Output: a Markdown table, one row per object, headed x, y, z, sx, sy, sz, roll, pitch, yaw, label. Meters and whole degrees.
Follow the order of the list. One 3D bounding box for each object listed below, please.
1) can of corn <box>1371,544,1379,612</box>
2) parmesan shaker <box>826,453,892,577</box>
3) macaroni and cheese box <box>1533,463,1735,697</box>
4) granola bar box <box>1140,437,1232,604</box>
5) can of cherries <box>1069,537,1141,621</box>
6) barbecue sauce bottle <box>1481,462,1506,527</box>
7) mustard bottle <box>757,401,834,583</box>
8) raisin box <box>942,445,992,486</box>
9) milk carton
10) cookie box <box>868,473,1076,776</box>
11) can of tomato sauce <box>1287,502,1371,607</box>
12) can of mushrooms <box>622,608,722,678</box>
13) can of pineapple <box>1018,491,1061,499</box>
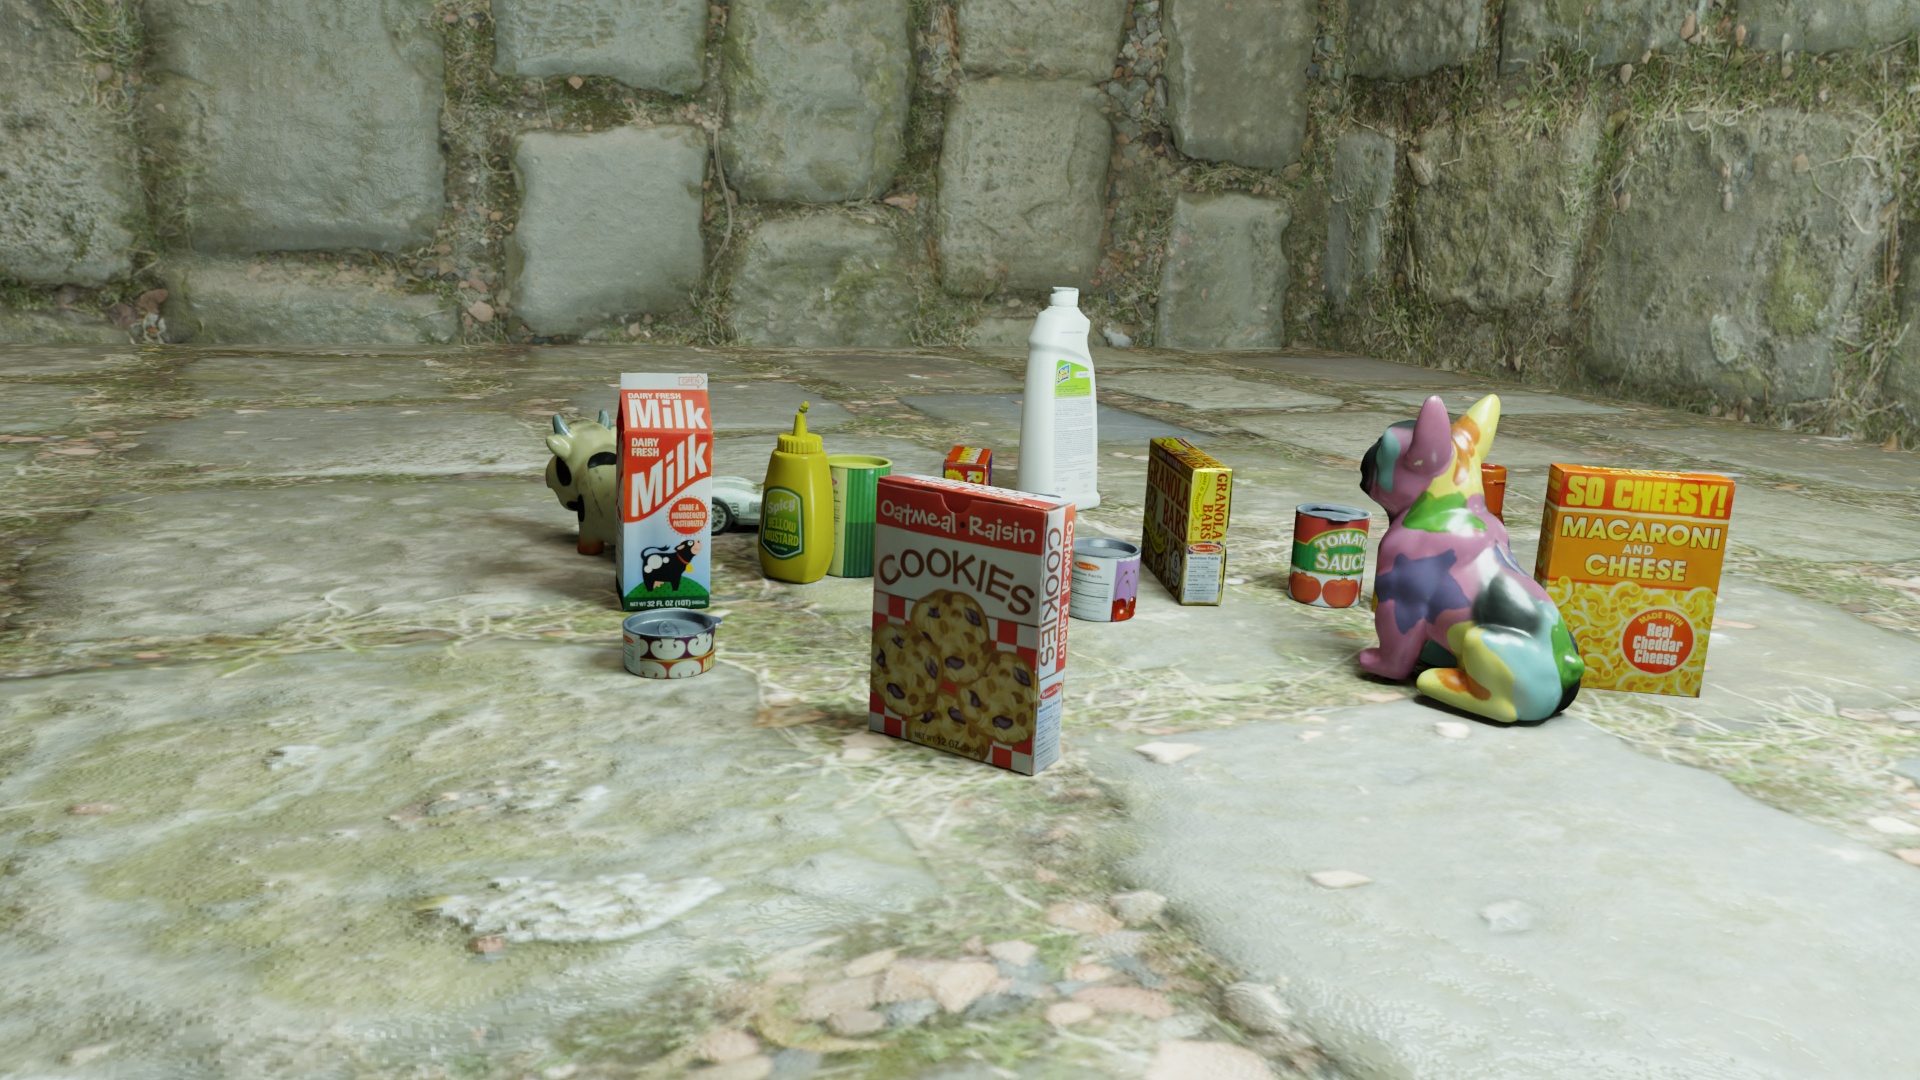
| x | y | z | sx | sy | sz | roll | pitch | yaw | label |
| --- | --- | --- | --- | --- | --- | --- | --- | --- | --- |
| 0.399 | 0.036 | 1.228 | 0.071 | 0.058 | 0.071 | 3 | 13 | -1 | can of corn |
| -0.099 | -0.024 | 1.280 | 0.071 | 0.102 | 0.071 | 3 | 13 | -1 | parmesan shaker |
| 0.501 | 0.029 | 1.050 | 0.124 | 0.166 | 0.040 | 4 | 13 | 7 | macaroni and cheese box |
| 0.208 | -0.021 | 1.288 | 0.039 | 0.124 | 0.166 | 1 | 13 | -6 | granola bar box |
| 0.121 | 0.033 | 1.187 | 0.071 | 0.058 | 0.071 | 3 | 13 | -1 | can of cherries |
| 0.423 | 0.011 | 1.146 | 0.065 | 0.148 | 0.044 | -4 | 15 | -27 | barbecue sauce bottle |
| -0.145 | -0.044 | 1.233 | 0.065 | 0.159 | 0.049 | 9 | 15 | 26 | mustard bottle |
| 0.004 | -0.015 | 1.223 | 0.040 | 0.123 | 0.086 | 4 | 13 | 5 | raisin box |
| -0.245 | -0.043 | 1.144 | 0.072 | 0.190 | 0.073 | -2 | 14 | -19 | milk carton |
| 0.004 | 0.049 | 0.863 | 0.123 | 0.167 | 0.040 | 11 | 15 | 31 | cookie box |
| 0.334 | 0.013 | 1.257 | 0.071 | 0.083 | 0.071 | 3 | 13 | -1 | can of tomato sauce |
| -0.207 | 0.074 | 1.001 | 0.071 | 0.033 | 0.071 | 3 | 13 | -1 | can of mushrooms |
| 0.068 | -0.014 | 1.370 | 0.071 | 0.057 | 0.071 | 3 | 13 | -1 | can of pineapple |
